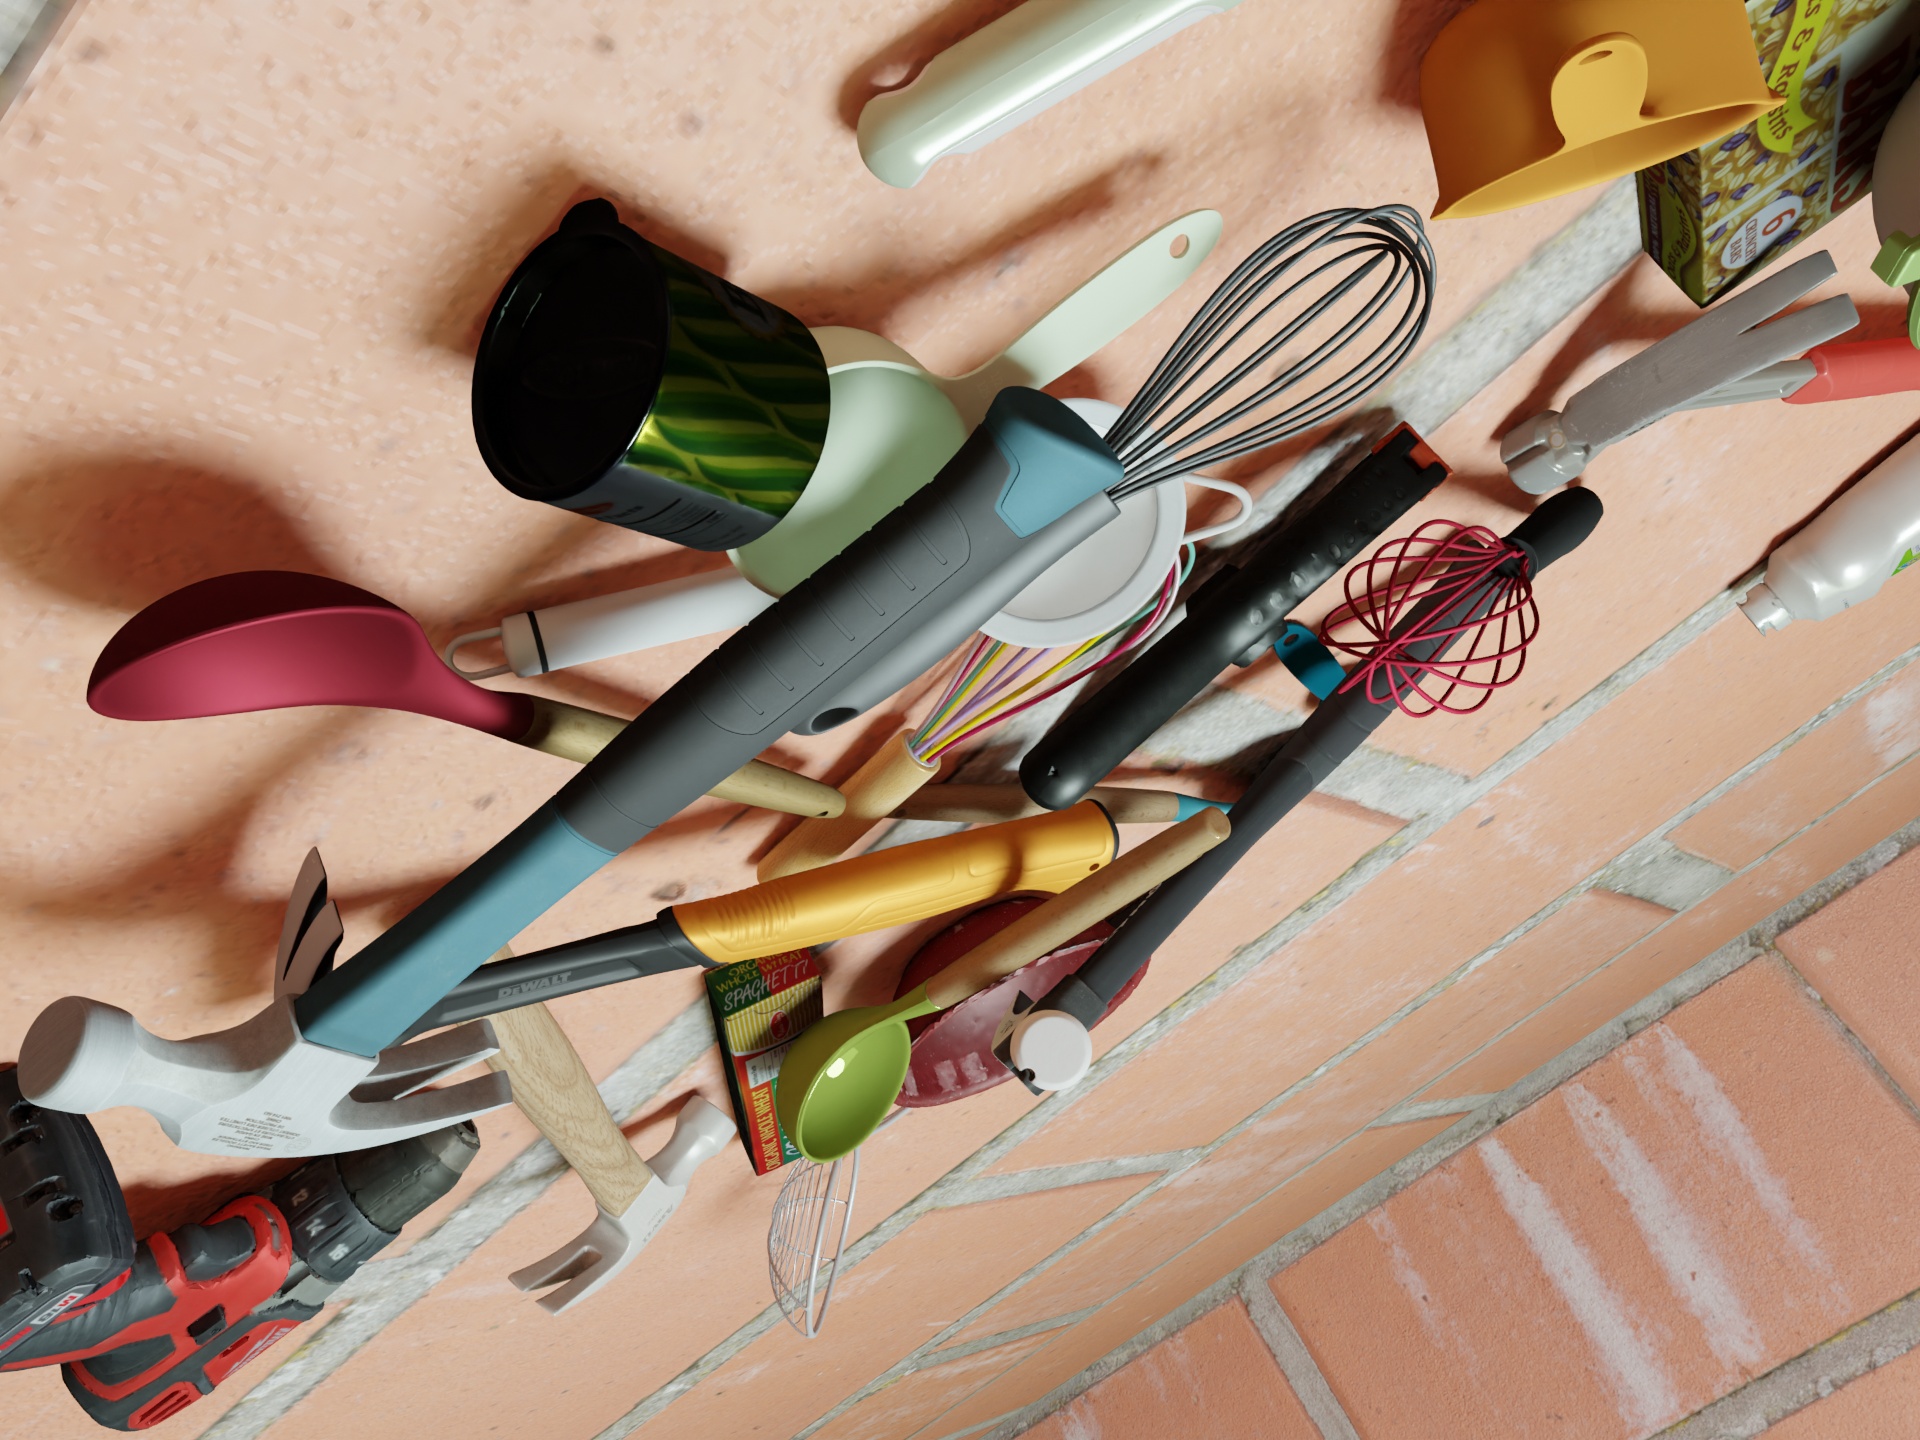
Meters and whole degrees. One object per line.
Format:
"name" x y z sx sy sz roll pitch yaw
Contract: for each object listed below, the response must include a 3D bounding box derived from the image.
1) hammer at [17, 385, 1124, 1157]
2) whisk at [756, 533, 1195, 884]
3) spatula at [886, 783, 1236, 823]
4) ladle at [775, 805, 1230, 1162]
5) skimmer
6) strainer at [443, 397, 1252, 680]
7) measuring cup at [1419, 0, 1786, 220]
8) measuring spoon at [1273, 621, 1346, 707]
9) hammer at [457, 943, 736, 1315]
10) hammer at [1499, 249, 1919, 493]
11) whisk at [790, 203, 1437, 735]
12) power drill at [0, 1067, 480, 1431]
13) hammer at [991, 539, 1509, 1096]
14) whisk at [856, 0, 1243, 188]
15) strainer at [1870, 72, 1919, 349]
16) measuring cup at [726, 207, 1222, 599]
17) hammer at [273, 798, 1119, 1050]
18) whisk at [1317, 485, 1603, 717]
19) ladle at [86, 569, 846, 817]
"hammer" -0.095 0.020 0.447 0.331 0.033 0.128 -38 143 9
"whisk" -0.001 -0.003 0.618 0.245 0.047 0.051 -42 152 30
"spatula" 0.077 0.034 0.774 0.317 0.044 0.082 4 138 -41
"ladle" 0.012 0.117 0.675 0.078 0.062 0.320 -26 171 -44
"skimmer" 0.012 0.241 0.980 0.363 0.090 0.127 -41 -177 14
"strainer" -0.033 -0.050 0.504 0.258 0.050 0.086 -15 122 -16
"measuring cup" 0.158 -0.174 0.408 0.095 0.052 0.173 -13 -177 23
"measuring spoon" 0.177 -0.025 0.785 0.042 0.021 0.128 -38 143 13
"hammer" -0.177 0.171 0.704 0.130 0.031 0.331 -52 156 -26
"hammer" 0.408 -0.163 0.722 0.359 0.037 0.149 -13 169 -36
"whisk" 0.040 -0.069 0.473 0.239 0.055 0.055 -36 152 9
"power drill" -0.305 0.200 0.615 0.188 0.080 0.226 -36 157 -6
"hammer" 0.138 0.039 0.732 0.335 0.035 0.146 -45 175 -9
"whisk" 0.084 -0.194 0.375 0.246 0.059 0.058 -29 -162 5
"strainer" 0.386 -0.193 0.562 0.151 0.069 0.256 -47 150 22
"measuring cup" -0.001 -0.100 0.450 0.167 0.038 0.083 -36 136 -4
"hammer" -0.077 0.070 0.596 0.336 0.034 0.127 -11 140 -32
"whisk" 0.222 -0.061 0.655 0.296 0.073 0.073 -27 160 -53
"ladle" -0.117 0.004 0.485 0.069 0.031 0.315 -23 160 21
